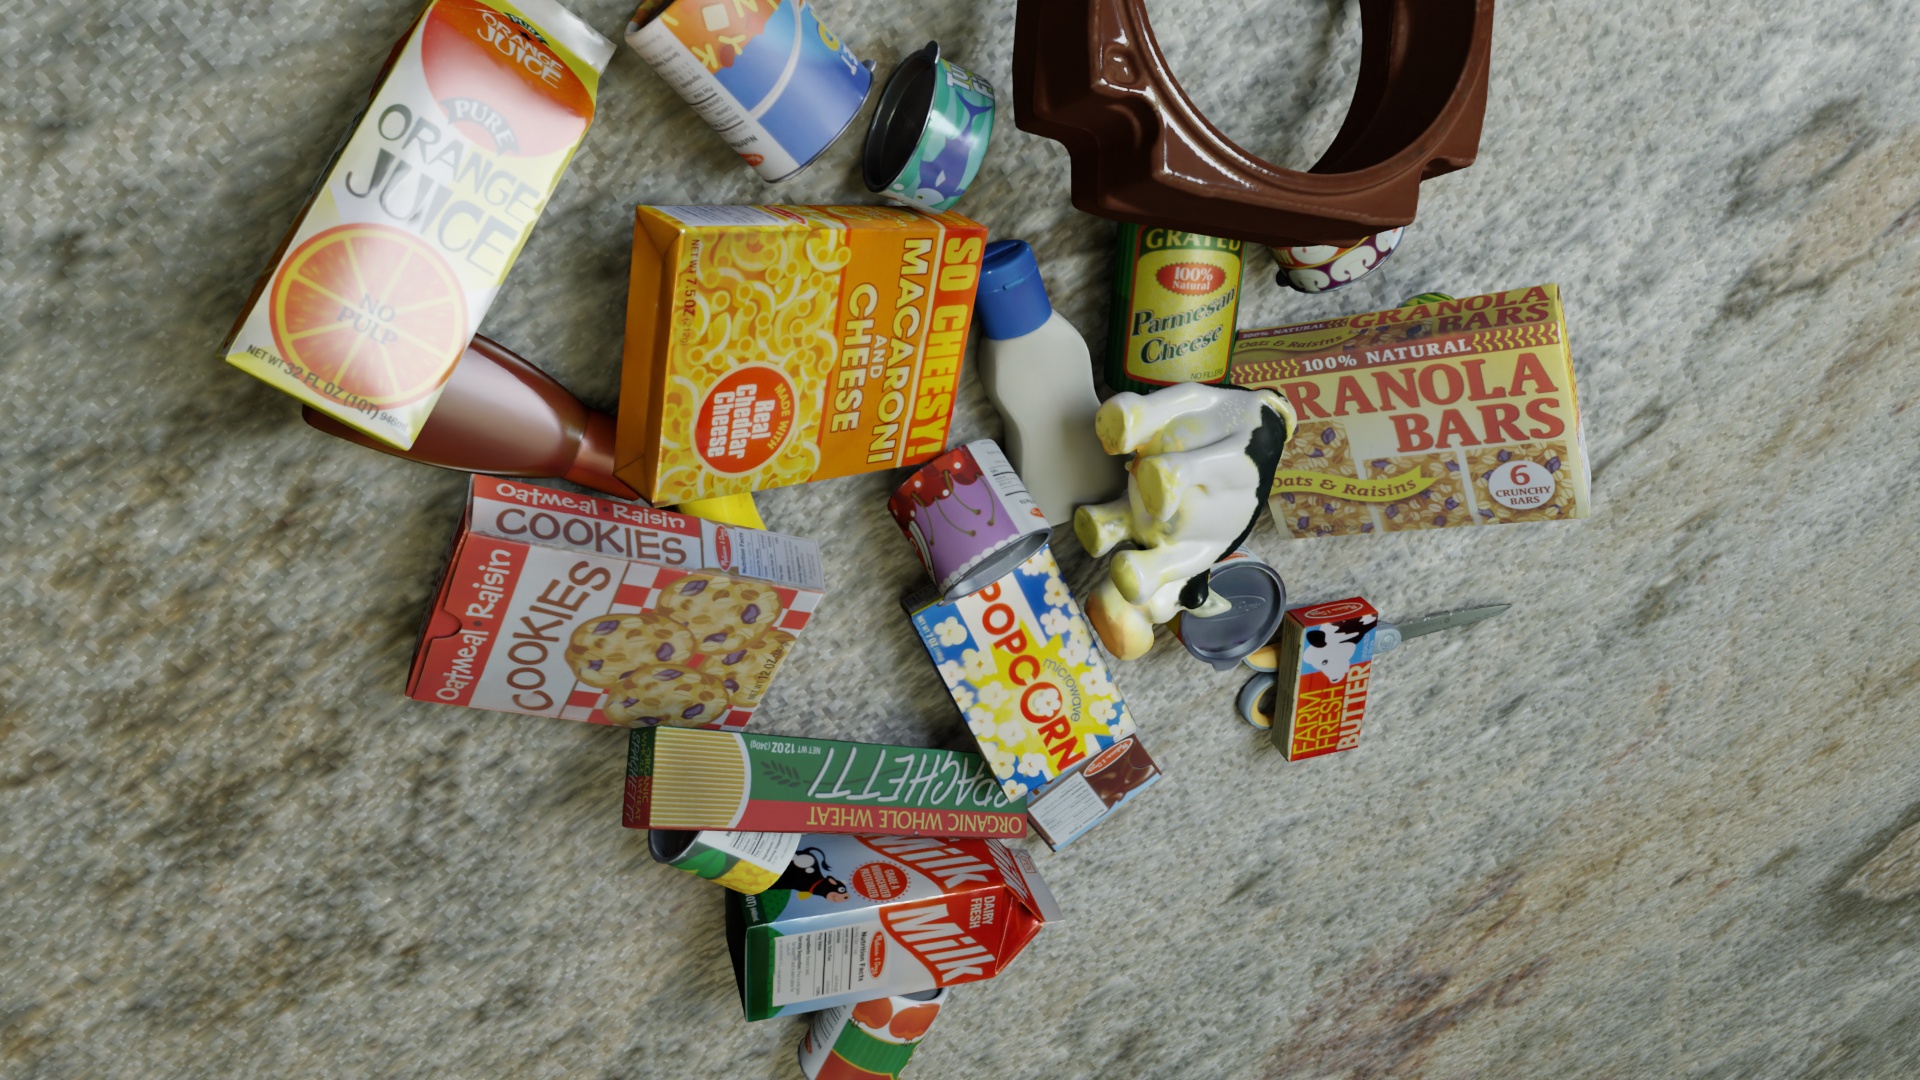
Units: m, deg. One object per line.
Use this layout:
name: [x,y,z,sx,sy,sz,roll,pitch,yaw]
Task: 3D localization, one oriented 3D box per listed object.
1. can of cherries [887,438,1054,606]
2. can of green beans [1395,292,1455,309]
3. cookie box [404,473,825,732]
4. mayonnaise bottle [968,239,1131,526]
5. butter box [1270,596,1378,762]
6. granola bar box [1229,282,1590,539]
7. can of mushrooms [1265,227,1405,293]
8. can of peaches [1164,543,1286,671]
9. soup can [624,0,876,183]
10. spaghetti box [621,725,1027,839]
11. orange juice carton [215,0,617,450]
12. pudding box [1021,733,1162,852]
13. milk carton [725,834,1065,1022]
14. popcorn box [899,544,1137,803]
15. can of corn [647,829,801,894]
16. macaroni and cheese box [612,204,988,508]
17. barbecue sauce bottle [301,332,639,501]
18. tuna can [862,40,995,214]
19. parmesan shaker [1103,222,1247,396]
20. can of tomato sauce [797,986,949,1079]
can of cherries: [0.003,-0.009,0.708,0.071,0.071,0.058,-31,78,-7]
can of green beans: [0.276,-0.100,0.782,0.071,0.058,0.071,-9,119,-17]
cookie box: [-0.167,0.038,0.672,0.167,0.040,0.122,12,132,-26]
mayonnaise bottle: [0.041,-0.081,0.714,0.065,0.041,0.147,-27,121,-7]
butter box: [0.224,0.086,0.859,0.053,0.024,0.103,-10,120,-15]
granola bar box: [0.240,-0.064,0.741,0.165,0.039,0.123,-5,128,30]
can of mushrooms: [0.188,-0.160,0.714,0.071,0.071,0.033,-40,123,3]
can of peaches: [0.143,0.030,0.799,0.071,0.058,0.071,-9,119,-17]
soup can: [-0.087,-0.206,0.585,0.071,0.071,0.083,-44,122,5]
spaghetti box: [-0.061,0.134,0.750,0.250,0.028,0.050,12,74,-39]
orange juice carton: [-0.210,-0.137,0.549,0.072,0.073,0.193,31,80,-30]
pudding box: [0.076,0.147,0.850,0.084,0.030,0.049,-37,122,0]
milk carton: [-0.038,0.216,0.818,0.191,0.072,0.073,-4,117,-18]
popcorn box: [0.033,0.069,0.769,0.085,0.038,0.126,-29,106,-7]
can of corn: [-0.128,0.152,0.756,0.058,0.071,0.071,31,102,-31]
macaroni and cheese box: [-0.071,-0.089,0.632,0.167,0.040,0.123,-12,124,-42]
barbecue sauce bottle: [-0.211,-0.057,0.627,0.148,0.044,0.064,20,102,-29]
tuna can: [-0.014,-0.185,0.623,0.033,0.071,0.071,16,110,-28]
parmesan shaker: [0.112,-0.126,0.700,0.071,0.071,0.102,-7,118,-17]
can of tomato sauce: [-0.052,0.295,0.856,0.071,0.071,0.083,18,108,-28]
